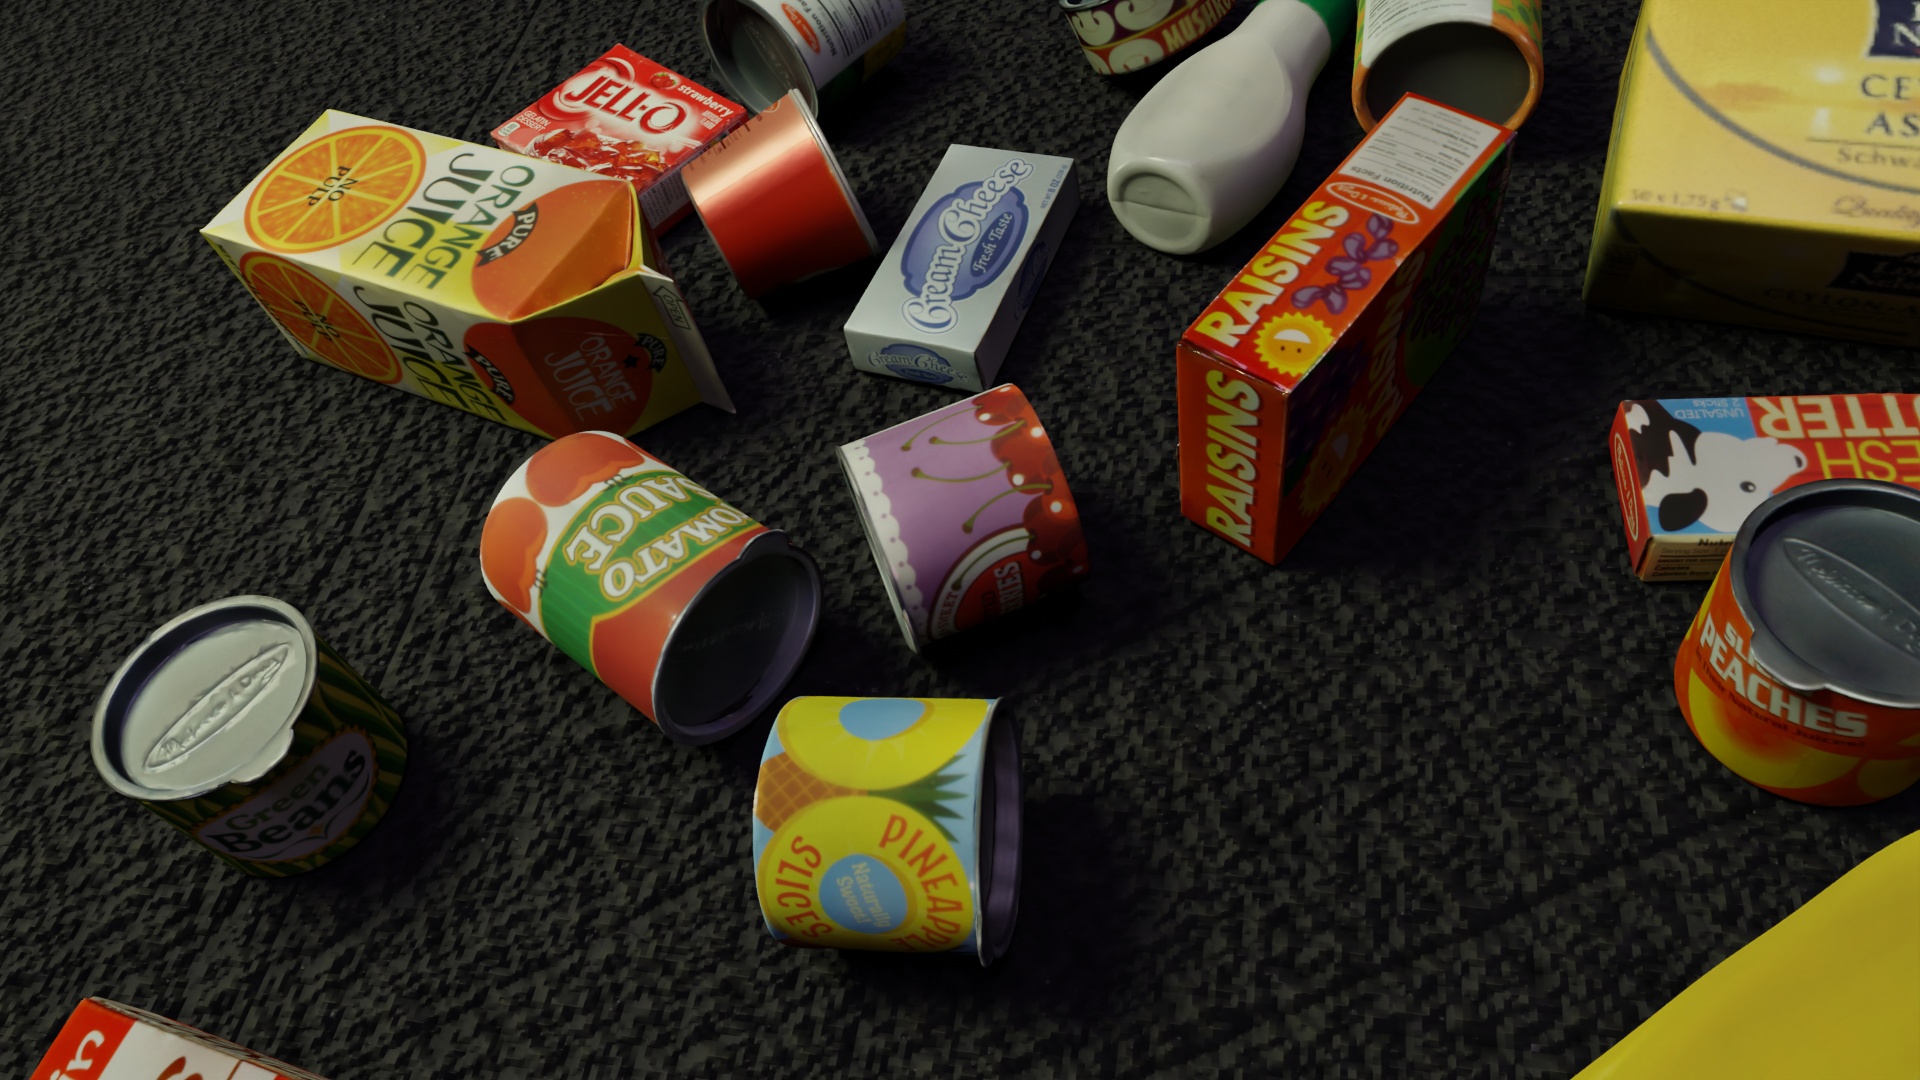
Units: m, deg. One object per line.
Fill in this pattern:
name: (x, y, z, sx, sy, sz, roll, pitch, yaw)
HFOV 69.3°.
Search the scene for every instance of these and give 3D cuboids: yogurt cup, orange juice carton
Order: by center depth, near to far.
orange juice carton: (-0.170, -0.092, 0.509, 0.193, 0.071, 0.073, 18, 61, 22)
yogurt cup: (-0.068, -0.126, 0.520, 0.054, 0.072, 0.072, -28, 54, 1)

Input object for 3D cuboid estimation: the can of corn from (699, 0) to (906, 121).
can of corn: (-0.067, -0.215, 0.583, 0.071, 0.070, 0.058, 31, 65, 28)

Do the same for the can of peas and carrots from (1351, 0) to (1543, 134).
can of peas and carrots: (0.181, -0.182, 0.513, 0.071, 0.070, 0.059, 5, 56, 14)

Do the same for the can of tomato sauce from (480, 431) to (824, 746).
can of tomato sauce: (-0.094, 0.011, 0.421, 0.083, 0.071, 0.071, 30, 65, 28)

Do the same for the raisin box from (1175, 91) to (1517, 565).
raisin box: (0.116, -0.064, 0.426, 0.040, 0.085, 0.124, 32, 66, 26)

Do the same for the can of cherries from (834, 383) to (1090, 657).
can of cherries: (0.001, -0.005, 0.418, 0.058, 0.071, 0.072, -21, 54, -6)

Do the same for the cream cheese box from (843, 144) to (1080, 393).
cream cheese box: (0.002, -0.102, 0.513, 0.053, 0.024, 0.104, 12, 58, 20)

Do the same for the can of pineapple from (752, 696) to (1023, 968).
can of pineapple: (-0.017, 0.074, 0.362, 0.058, 0.070, 0.071, -1, 55, 12)

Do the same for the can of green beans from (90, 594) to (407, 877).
can of green beans: (-0.209, 0.059, 0.415, 0.071, 0.057, 0.071, -5, 54, 7)

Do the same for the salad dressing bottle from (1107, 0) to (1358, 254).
salad dressing bottle: (0.110, -0.172, 0.531, 0.064, 0.043, 0.148, 19, 59, 31)

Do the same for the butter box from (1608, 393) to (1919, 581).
butter box: (0.248, -0.016, 0.403, 0.103, 0.024, 0.053, -1, 55, 11)

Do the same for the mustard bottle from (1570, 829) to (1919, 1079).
mustard bottle: (0.171, 0.122, 0.298, 0.160, 0.065, 0.049, -33, 50, -6)

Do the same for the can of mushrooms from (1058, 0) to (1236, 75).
can of mushrooms: (0.078, -0.220, 0.562, 0.071, 0.033, 0.071, -25, 31, 16)

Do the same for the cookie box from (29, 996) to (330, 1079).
cookie box: (-0.167, 0.180, 0.300, 0.167, 0.040, 0.123, 2, 59, 31)

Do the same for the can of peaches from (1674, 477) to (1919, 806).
can of peaches: (0.223, 0.028, 0.356, 0.071, 0.057, 0.071, -5, 55, 7)
